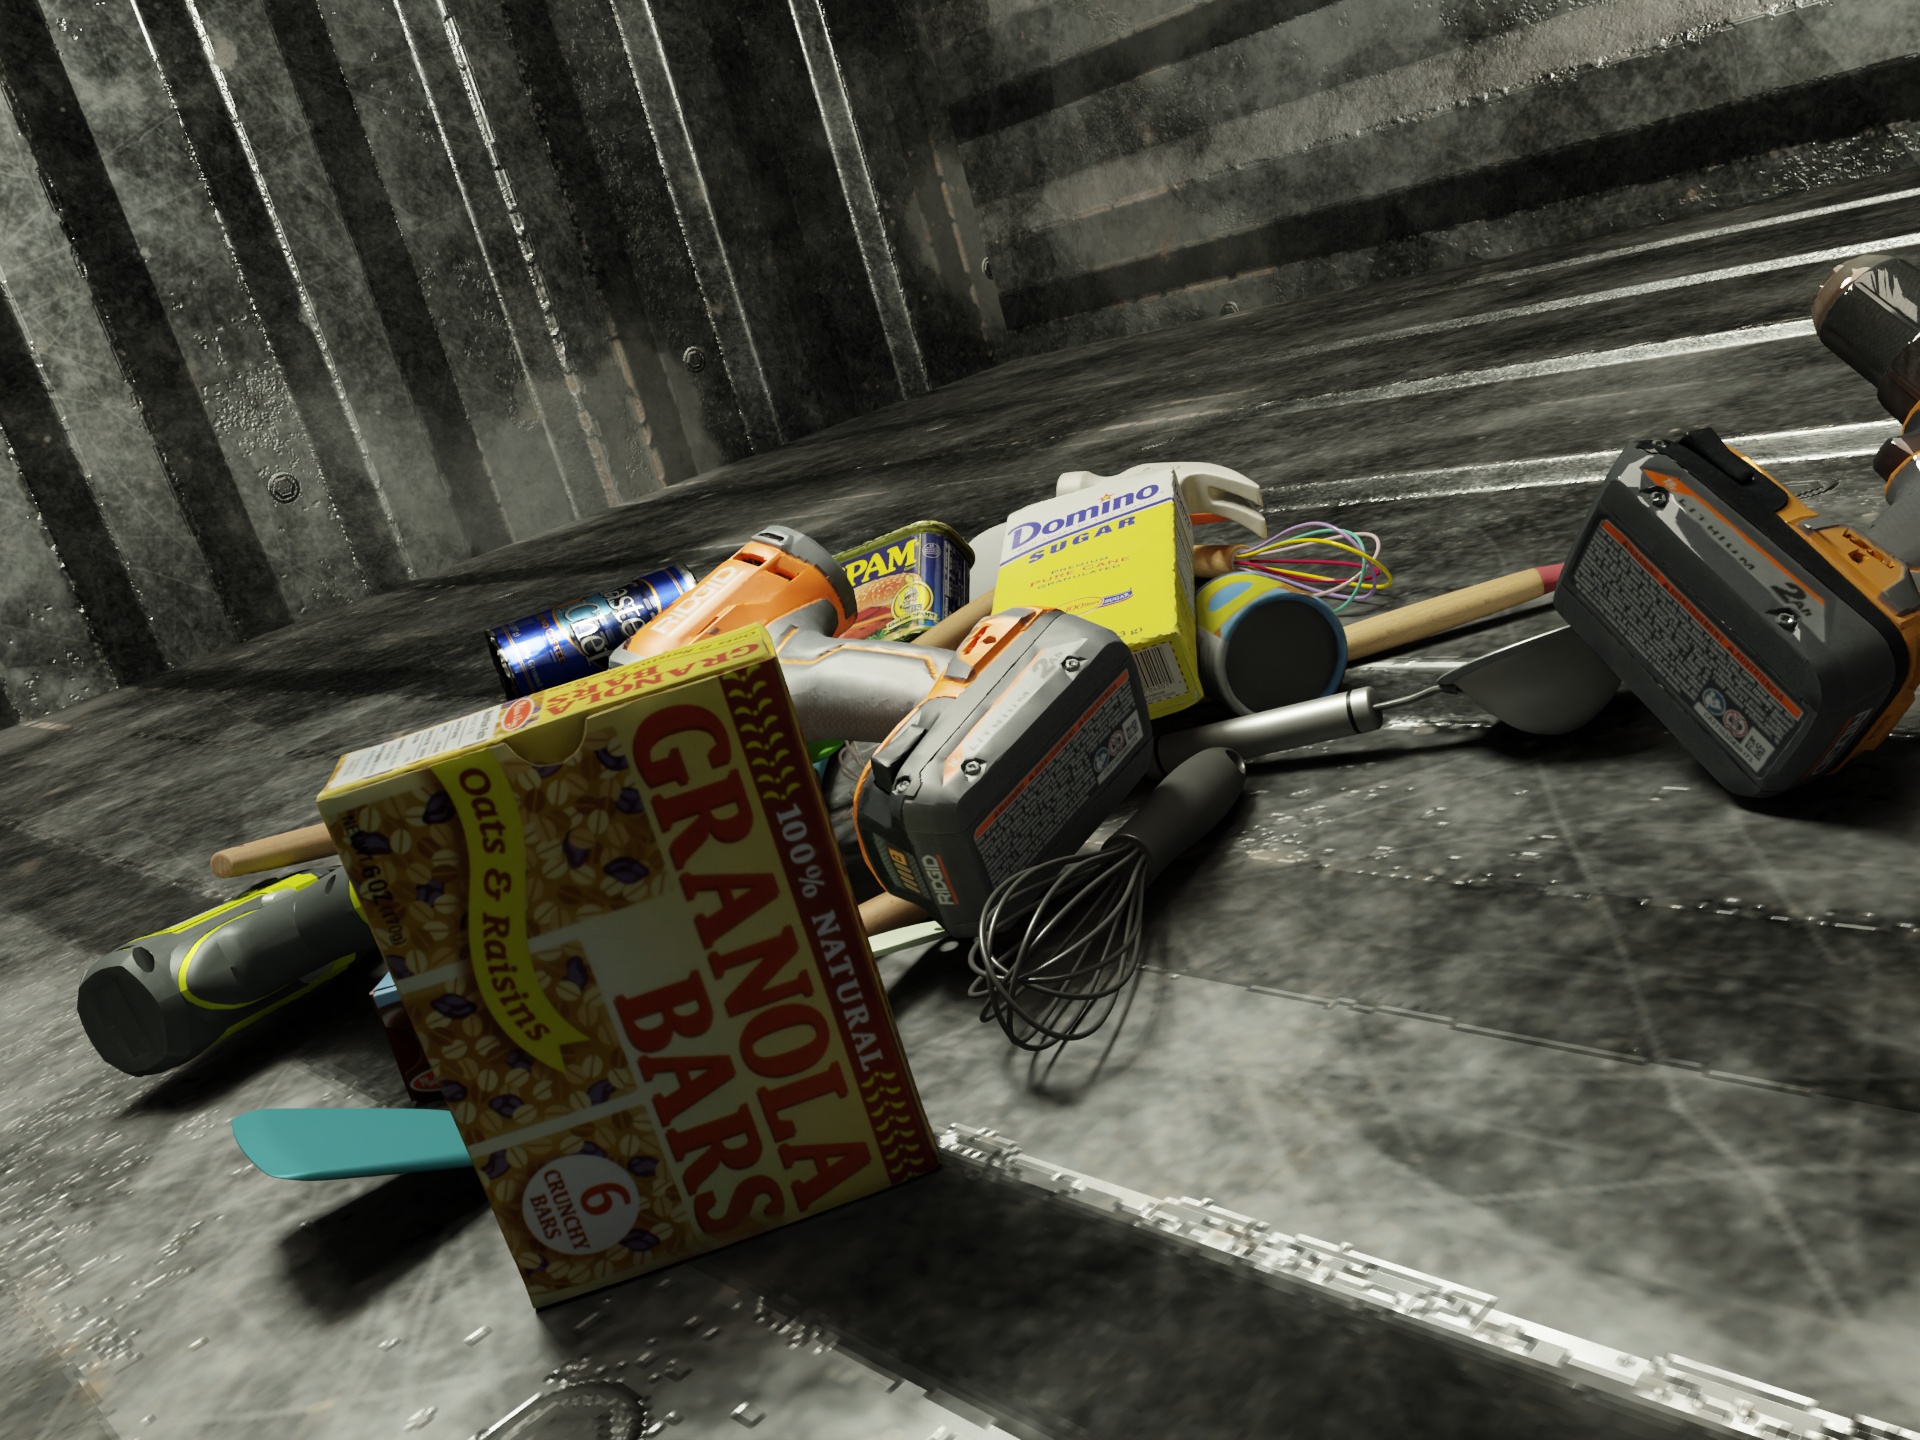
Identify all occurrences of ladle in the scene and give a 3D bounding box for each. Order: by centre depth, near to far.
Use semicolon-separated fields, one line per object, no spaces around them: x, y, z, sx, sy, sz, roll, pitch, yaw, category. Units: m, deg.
0.266;-0.061;0.802;0.315;0.031;0.069;-18;16;2;ladle

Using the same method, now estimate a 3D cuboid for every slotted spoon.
-0.015;-0.040;0.870;0.070;0.031;0.314;-21;10;40;slotted spoon

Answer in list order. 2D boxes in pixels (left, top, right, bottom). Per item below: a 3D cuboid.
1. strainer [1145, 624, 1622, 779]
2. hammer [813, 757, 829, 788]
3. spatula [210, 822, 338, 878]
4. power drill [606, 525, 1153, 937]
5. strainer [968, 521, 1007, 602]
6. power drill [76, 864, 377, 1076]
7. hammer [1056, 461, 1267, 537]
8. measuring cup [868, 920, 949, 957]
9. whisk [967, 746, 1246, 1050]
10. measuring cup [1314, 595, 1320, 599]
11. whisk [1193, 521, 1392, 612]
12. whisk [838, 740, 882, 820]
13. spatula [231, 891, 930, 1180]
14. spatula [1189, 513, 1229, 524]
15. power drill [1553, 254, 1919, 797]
0.179;-0.004;0.670;0.258;0.050;0.086;-15;-9;30;strainer
-0.084;0.036;0.810;0.128;0.033;0.331;-14;16;5;hammer
-0.298;0.053;0.882;0.060;0.018;0.316;-13;2;16;spatula
-0.056;0.004;0.643;0.227;0.084;0.164;19;52;38;power drill
0.062;-0.093;1.035;0.151;0.069;0.256;-22;15;-18;strainer
-0.259;0.076;0.721;0.223;0.080;0.171;-24;4;23;power drill
0.076;-0.053;0.825;0.130;0.031;0.331;-3;33;23;hammer
-0.046;0.103;0.560;0.083;0.038;0.167;-3;5;37;measuring cup
0.065;0.054;0.584;0.055;0.055;0.239;-8;13;29;whisk
0.156;-0.060;0.895;0.062;0.029;0.157;-20;18;-11;measuring cup
0.187;-0.095;0.983;0.047;0.051;0.245;0;6;-19;whisk
-0.002;-0.004;0.823;0.070;0.070;0.285;-12;12;16;whisk
-0.098;0.099;0.590;0.317;0.044;0.082;-25;14;-30;spatula
0.102;-0.063;0.901;0.081;0.041;0.323;-1;32;16;spatula
0.329;-0.085;0.579;0.226;0.084;0.186;-22;57;-16;power drill
